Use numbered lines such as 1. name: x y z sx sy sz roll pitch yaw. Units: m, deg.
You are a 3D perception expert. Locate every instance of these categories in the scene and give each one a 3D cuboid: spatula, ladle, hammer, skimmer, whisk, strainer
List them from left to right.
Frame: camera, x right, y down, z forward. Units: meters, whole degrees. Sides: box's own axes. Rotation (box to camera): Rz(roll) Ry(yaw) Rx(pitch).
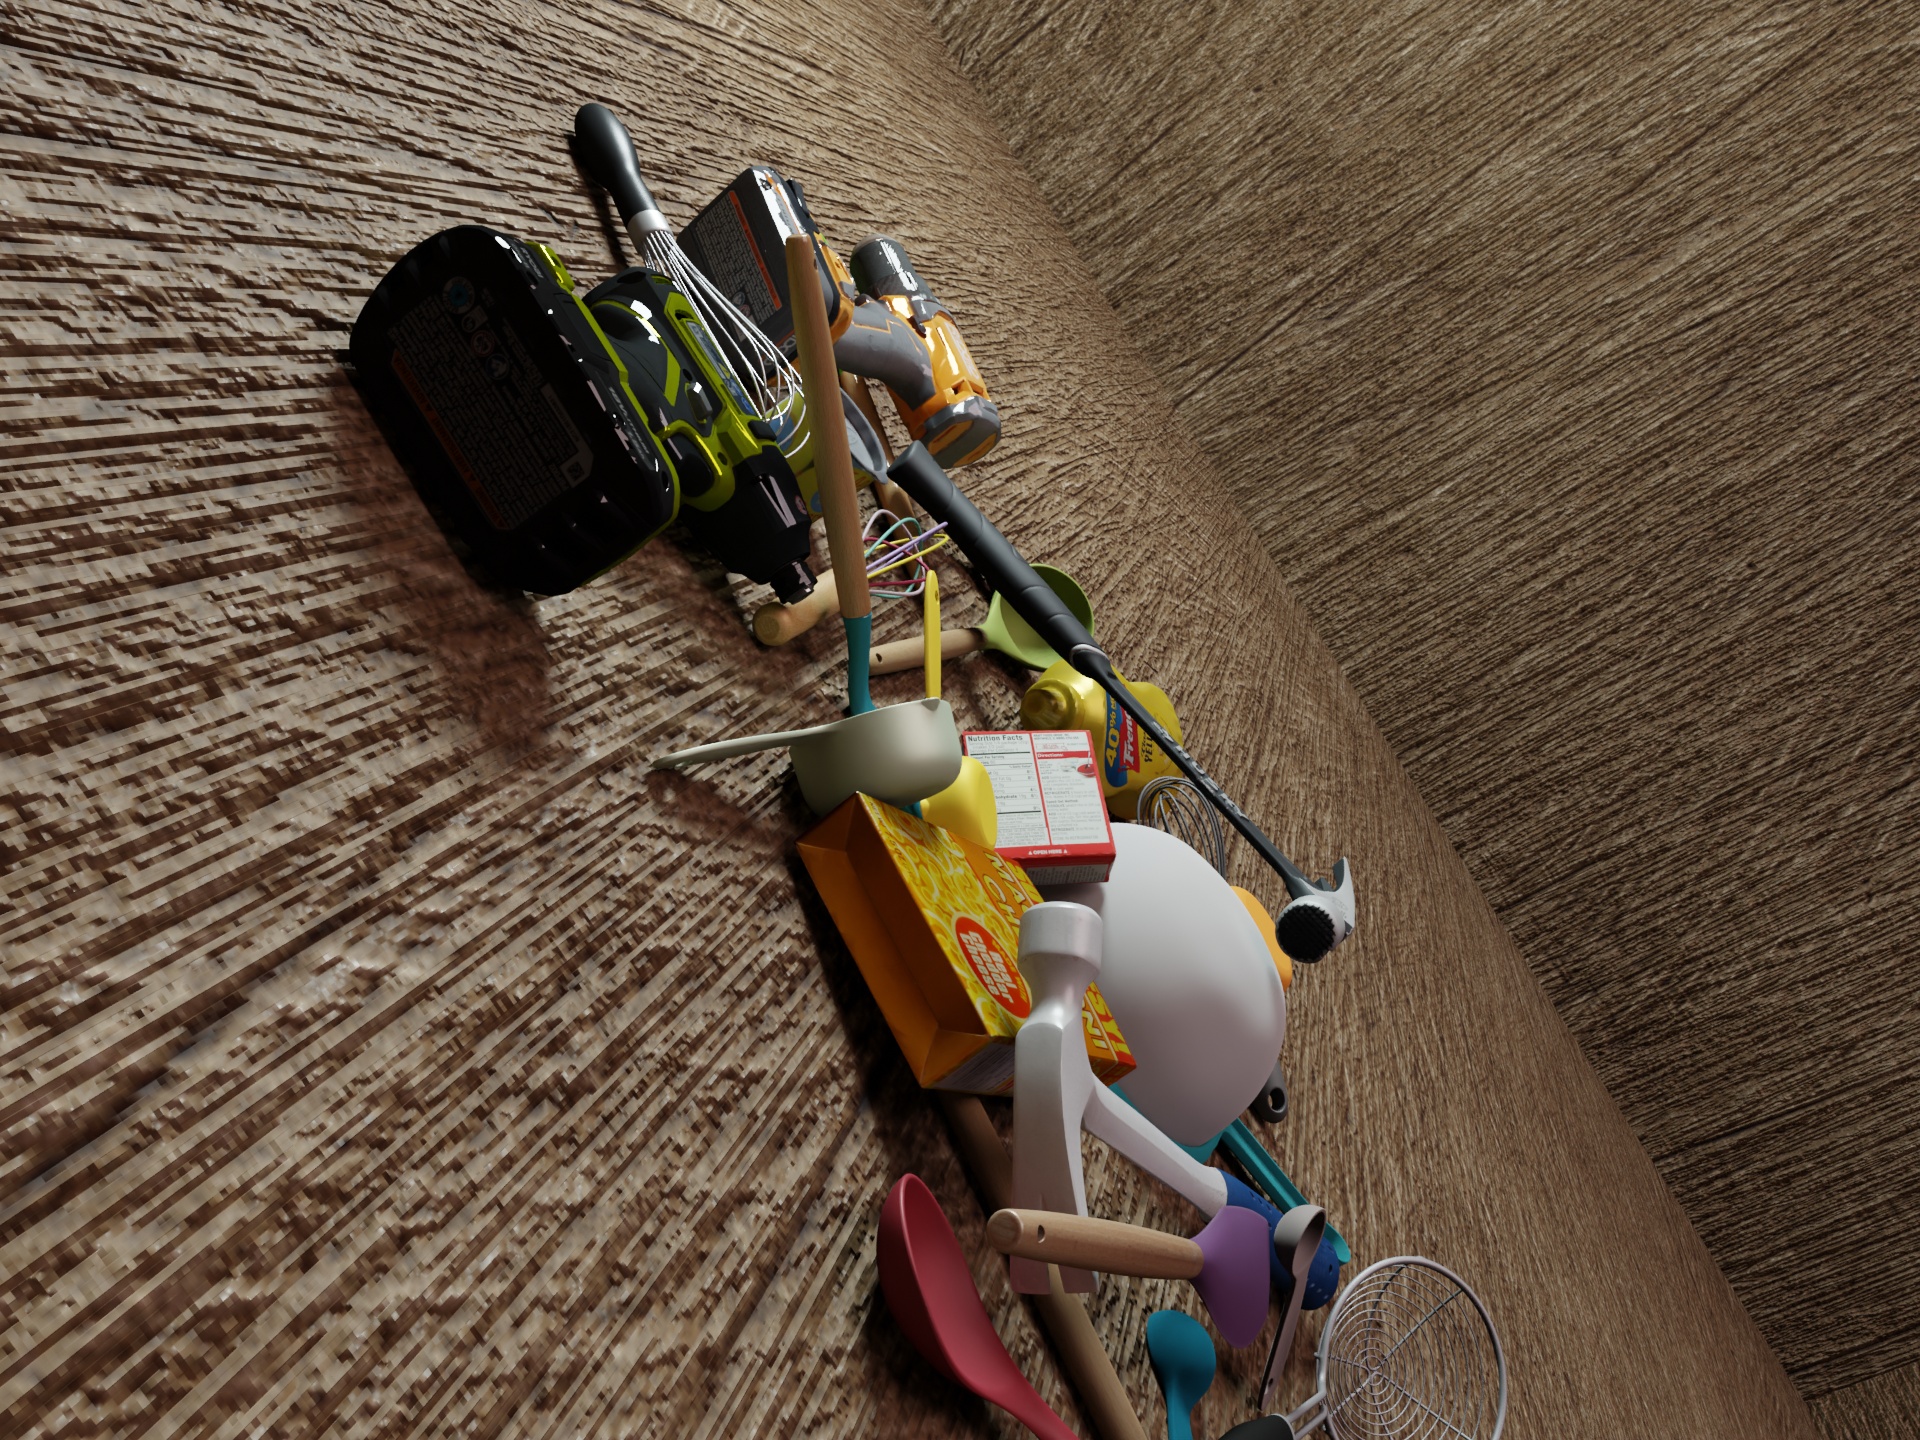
1. whisk: -0.158 -0.241 0.860 0.070 0.070 0.285 25 33 -59
2. whisk: -0.060 -0.076 0.873 0.047 0.051 0.245 22 21 10
3. spatula: -0.044 -0.079 0.788 0.082 0.044 0.317 -73 157 -65
4. ladle: 0.011 -0.054 0.987 0.078 0.062 0.320 65 22 2
5. hammer: 0.095 -0.024 0.976 0.409 0.036 0.149 48 18 13
6. ladle: 0.062 0.294 0.585 0.315 0.031 0.069 52 12 -10
7. spatula: 0.079 0.210 0.615 0.315 0.018 0.060 39 51 -57
8. hammer: 0.114 0.227 0.750 0.405 0.035 0.144 48 41 -51
9. whisk: 0.173 0.150 1.058 0.055 0.055 0.239 4 67 -68
10. strainer: 0.160 0.185 0.921 0.340 0.095 0.211 52 20 -15
11. skimmer: 0.191 0.329 0.750 0.363 0.090 0.127 29 55 -62

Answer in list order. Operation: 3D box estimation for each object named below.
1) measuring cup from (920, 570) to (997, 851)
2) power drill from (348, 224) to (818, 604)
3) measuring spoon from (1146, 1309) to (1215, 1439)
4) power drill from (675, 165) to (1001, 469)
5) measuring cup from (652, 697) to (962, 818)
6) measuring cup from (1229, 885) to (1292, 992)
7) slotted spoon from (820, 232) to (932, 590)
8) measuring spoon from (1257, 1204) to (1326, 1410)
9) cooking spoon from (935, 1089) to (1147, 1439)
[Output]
1. measuring cup: -0.001 -0.003 0.810 0.062 0.029 0.157 36 50 -72
2. power drill: -0.139 -0.121 0.678 0.171 0.080 0.223 57 15 1
3. measuring spoon: 0.105 0.313 0.694 0.042 0.021 0.129 49 21 -25
4. power drill: -0.076 -0.271 1.025 0.226 0.084 0.185 15 47 -54
5. measuring cup: -0.063 0.024 0.679 0.167 0.083 0.038 -7 76 -53
6. measuring cup: 0.212 0.161 1.156 0.095 0.052 0.173 62 21 12
7. slotted spoon: -0.070 -0.216 1.081 0.070 0.031 0.314 29 36 -55
8. measuring spoon: 0.154 0.285 0.772 0.018 0.124 0.034 23 27 32
9. cooking spoon: 0.063 0.283 0.642 0.068 0.017 0.319 -6 65 -58
